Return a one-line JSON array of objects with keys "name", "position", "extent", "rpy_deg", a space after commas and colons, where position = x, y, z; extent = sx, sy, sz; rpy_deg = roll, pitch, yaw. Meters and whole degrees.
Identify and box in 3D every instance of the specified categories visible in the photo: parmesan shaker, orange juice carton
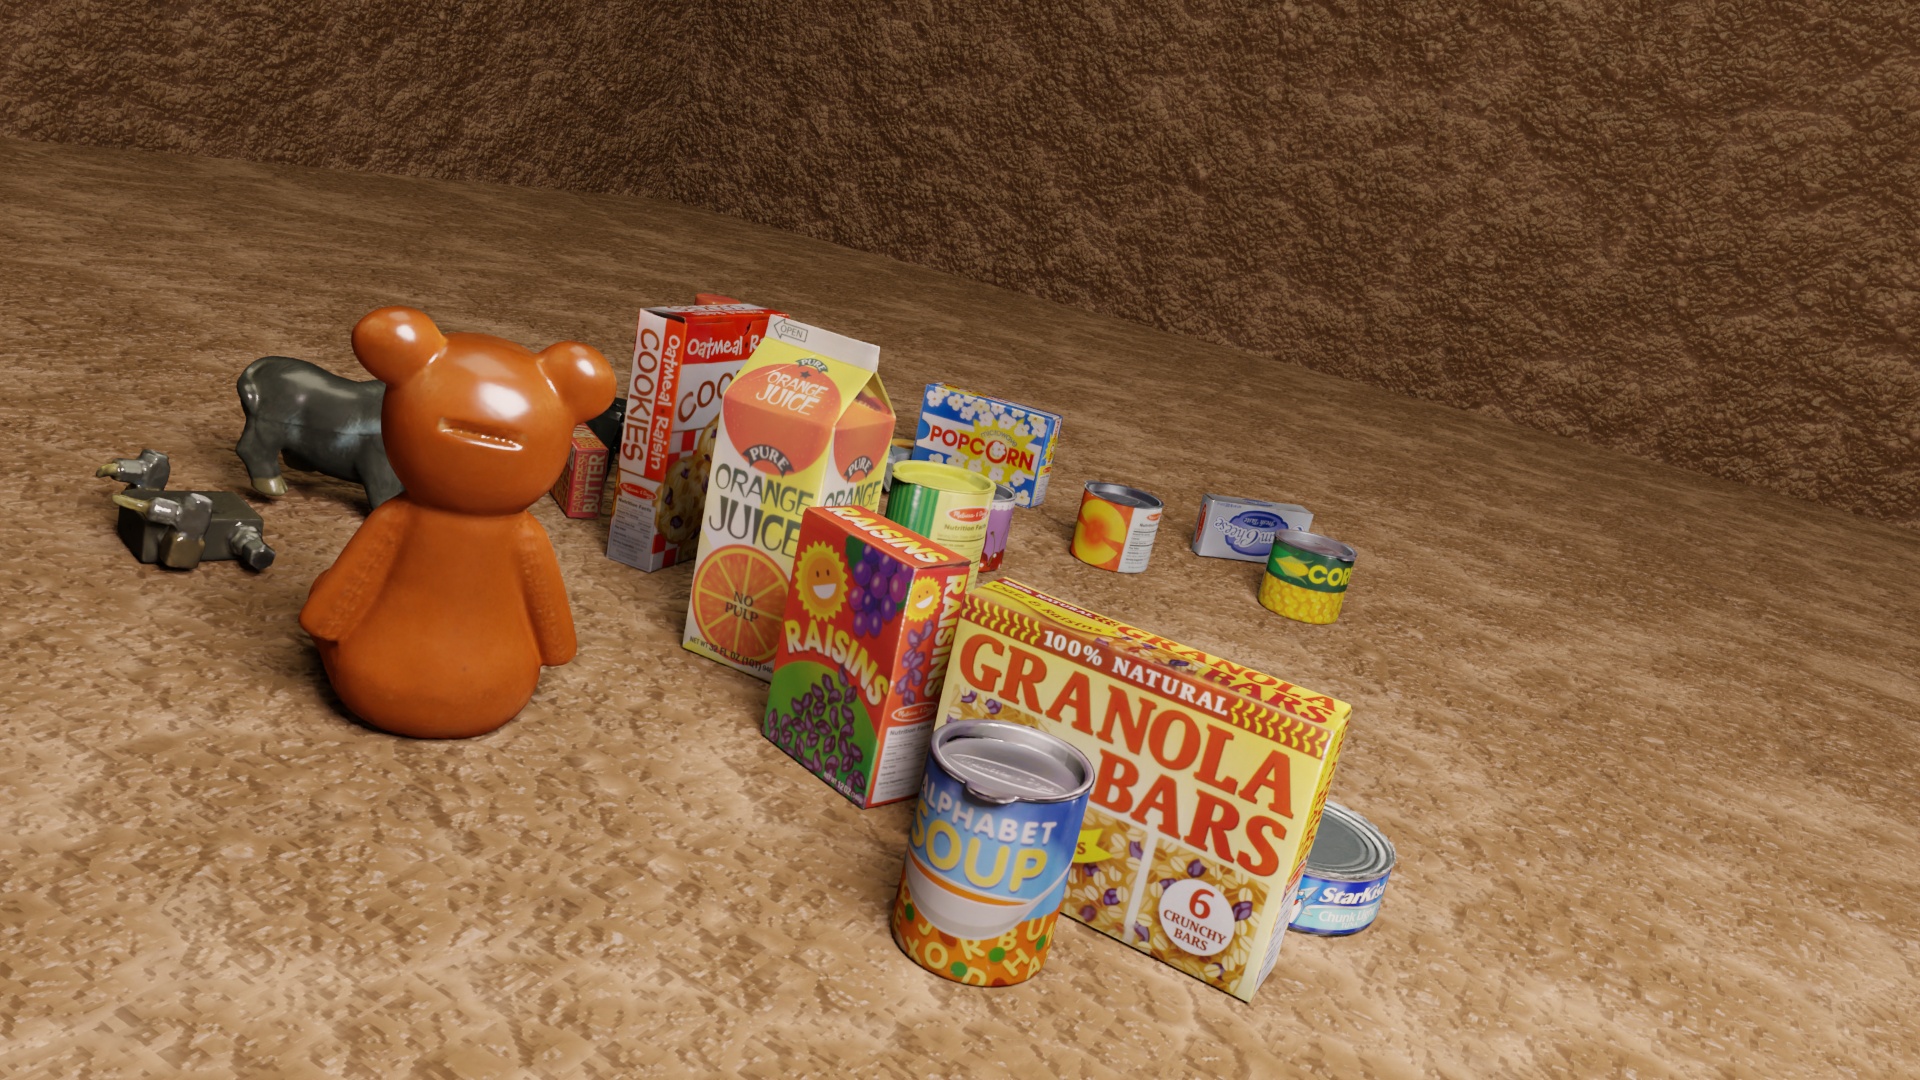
[{"name": "parmesan shaker", "position": [-0.022, 0.007, 0.883], "extent": [0.071, 0.102, 0.071], "rpy_deg": [11, 16, -3]}, {"name": "orange juice carton", "position": [-0.093, -0.024, 0.778], "extent": [0.072, 0.192, 0.073], "rpy_deg": [18, 17, 21]}]

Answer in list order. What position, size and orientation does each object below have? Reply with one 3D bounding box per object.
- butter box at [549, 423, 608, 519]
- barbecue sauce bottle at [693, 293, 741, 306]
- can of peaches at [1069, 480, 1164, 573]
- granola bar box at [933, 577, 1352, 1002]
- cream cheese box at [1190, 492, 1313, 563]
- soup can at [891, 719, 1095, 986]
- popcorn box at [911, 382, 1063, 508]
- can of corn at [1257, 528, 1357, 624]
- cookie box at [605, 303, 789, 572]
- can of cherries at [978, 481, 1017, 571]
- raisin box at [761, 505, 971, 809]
[{"name": "butter box", "position": [-0.280, -0.056, 1.001], "extent": [0.024, 0.053, 0.104], "rpy_deg": [3, 18, -30]}, {"name": "barbecue sauce bottle", "position": [-0.203, -0.119, 1.099], "extent": [0.065, 0.148, 0.044], "rpy_deg": [3, 18, -29]}, {"name": "can of peaches", "position": [0.126, -0.012, 1.137], "extent": [0.071, 0.058, 0.071], "rpy_deg": [11, 16, -3]}, {"name": "granola bar box", "position": [0.068, 0.101, 0.593], "extent": [0.166, 0.123, 0.039], "rpy_deg": [20, 17, 26]}, {"name": "cream cheese box", "position": [0.258, -0.009, 1.232], "extent": [0.104, 0.053, 0.024], "rpy_deg": [6, 17, -20]}, {"name": "soup can", "position": [0.011, 0.123, 0.548], "extent": [0.071, 0.083, 0.071], "rpy_deg": [11, 16, -3]}, {"name": "popcorn box", "position": [0.024, -0.089, 1.277], "extent": [0.127, 0.085, 0.038], "rpy_deg": [18, 17, 20]}, {"name": "can of corn", "position": [0.278, 0.030, 1.108], "extent": [0.071, 0.058, 0.071], "rpy_deg": [11, 16, -3]}, {"name": "cookie box", "position": [-0.173, -0.073, 0.929], "extent": [0.040, 0.167, 0.123], "rpy_deg": [18, 17, 20]}, {"name": "can of cherries", "position": [0.004, -0.013, 1.053], "extent": [0.071, 0.058, 0.072], "rpy_deg": [11, 16, -3]}, {"name": "raisin box", "position": [-0.047, 0.054, 0.671], "extent": [0.040, 0.123, 0.086], "rpy_deg": [-3, 22, -44]}]
